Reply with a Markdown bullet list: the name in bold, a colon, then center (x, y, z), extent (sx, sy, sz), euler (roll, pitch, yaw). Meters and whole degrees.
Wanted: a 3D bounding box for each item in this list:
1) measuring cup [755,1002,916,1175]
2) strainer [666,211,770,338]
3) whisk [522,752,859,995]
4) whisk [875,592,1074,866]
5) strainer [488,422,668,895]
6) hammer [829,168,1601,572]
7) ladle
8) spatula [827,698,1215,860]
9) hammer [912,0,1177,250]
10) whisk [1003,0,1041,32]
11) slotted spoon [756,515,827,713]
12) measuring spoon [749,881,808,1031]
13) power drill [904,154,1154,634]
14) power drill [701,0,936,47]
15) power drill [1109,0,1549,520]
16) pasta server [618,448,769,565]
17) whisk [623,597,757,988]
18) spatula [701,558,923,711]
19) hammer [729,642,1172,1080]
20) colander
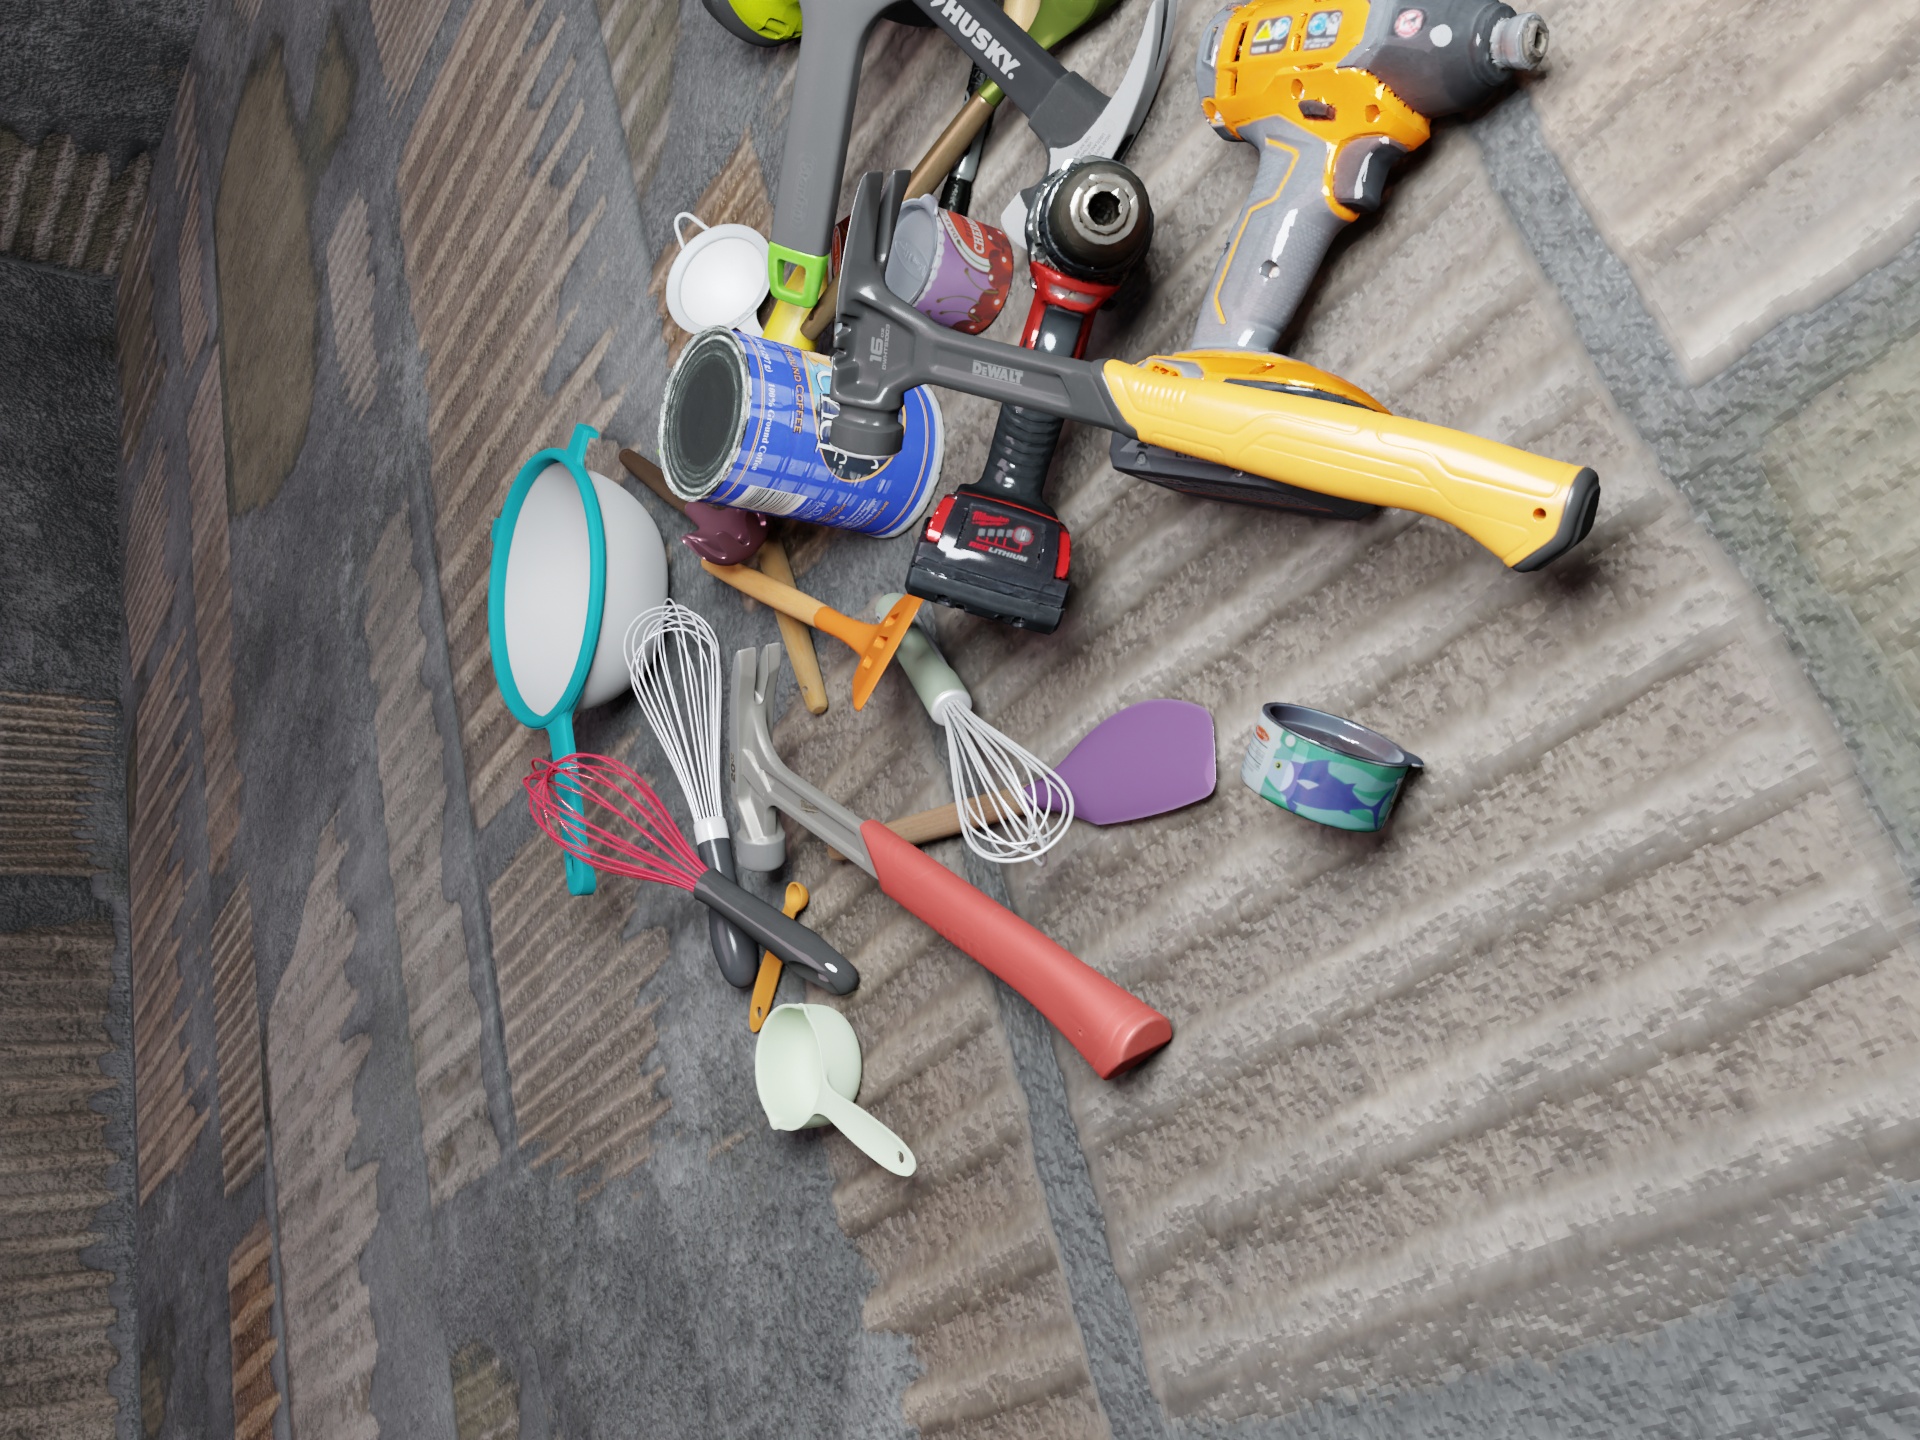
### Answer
- **measuring cup**: center (-0.065, 0.226, 0.949), extent (0.168, 0.038, 0.083), euler (25, 104, 48)
- **strainer**: center (-0.139, -0.260, 1.107), extent (0.087, 0.050, 0.259), euler (-35, 60, 10)
- **whisk**: center (-0.179, 0.098, 1.039), extent (0.296, 0.073, 0.073), euler (29, 109, 27)
- **whisk**: center (-0.001, -0.003, 0.882), extent (0.059, 0.057, 0.247), euler (-29, 41, -2)
- **strainer**: center (-0.270, -0.037, 1.201), extent (0.211, 0.095, 0.340), euler (-28, 67, 49)
- **hammer**: center (0.089, -0.134, 0.648), extent (0.337, 0.034, 0.127), euler (21, 117, 27)
- **ladle**: center (-0.009, -0.342, 0.917), extent (0.320, 0.062, 0.078), euler (-45, 55, 32)
- **spatula**: center (0.022, 0.045, 0.879), extent (0.316, 0.018, 0.060), euler (-20, 65, 47)
- **hammer**: center (-0.034, -0.415, 0.838), extent (0.335, 0.035, 0.146), euler (44, 128, -1)
- **whisk**: center (0.051, -0.509, 0.902), extent (0.047, 0.051, 0.245), euler (18, 102, 45)
- **slotted spoon**: center (-0.137, -0.140, 1.099), extent (0.070, 0.031, 0.314), euler (-43, 55, 39)
- **measuring spoon**: center (-0.120, 0.157, 1.050), extent (0.021, 0.011, 0.117), euler (42, 121, 45)
- **power drill**: center (0.040, -0.162, 0.778), extent (0.188, 0.080, 0.226), euler (-87, 13, -77)
- **power drill**: center (-0.071, -0.542, 1.032), extent (0.229, 0.080, 0.190), euler (12, 96, 49)
- **power drill**: center (0.159, -0.208, 0.694), extent (0.164, 0.084, 0.226), euler (18, 96, 49)
- **pasta server**: center (-0.204, -0.165, 1.151), extent (0.060, 0.040, 0.316), euler (-38, 33, -9)
- **whisk**: center (-0.180, 0.048, 1.107), extent (0.070, 0.070, 0.285), euler (-32, 66, 45)
- **spatula**: center (-0.102, -0.074, 0.988), extent (0.323, 0.041, 0.081), euler (27, 88, 55)
- **hammer**: center (-0.022, 0.082, 0.881), extent (0.359, 0.036, 0.149), euler (30, 125, 44)
- **colander**: center (-0.051, -0.439, 0.914), extent (0.204, 0.094, 0.396), euler (21, 120, 11)
